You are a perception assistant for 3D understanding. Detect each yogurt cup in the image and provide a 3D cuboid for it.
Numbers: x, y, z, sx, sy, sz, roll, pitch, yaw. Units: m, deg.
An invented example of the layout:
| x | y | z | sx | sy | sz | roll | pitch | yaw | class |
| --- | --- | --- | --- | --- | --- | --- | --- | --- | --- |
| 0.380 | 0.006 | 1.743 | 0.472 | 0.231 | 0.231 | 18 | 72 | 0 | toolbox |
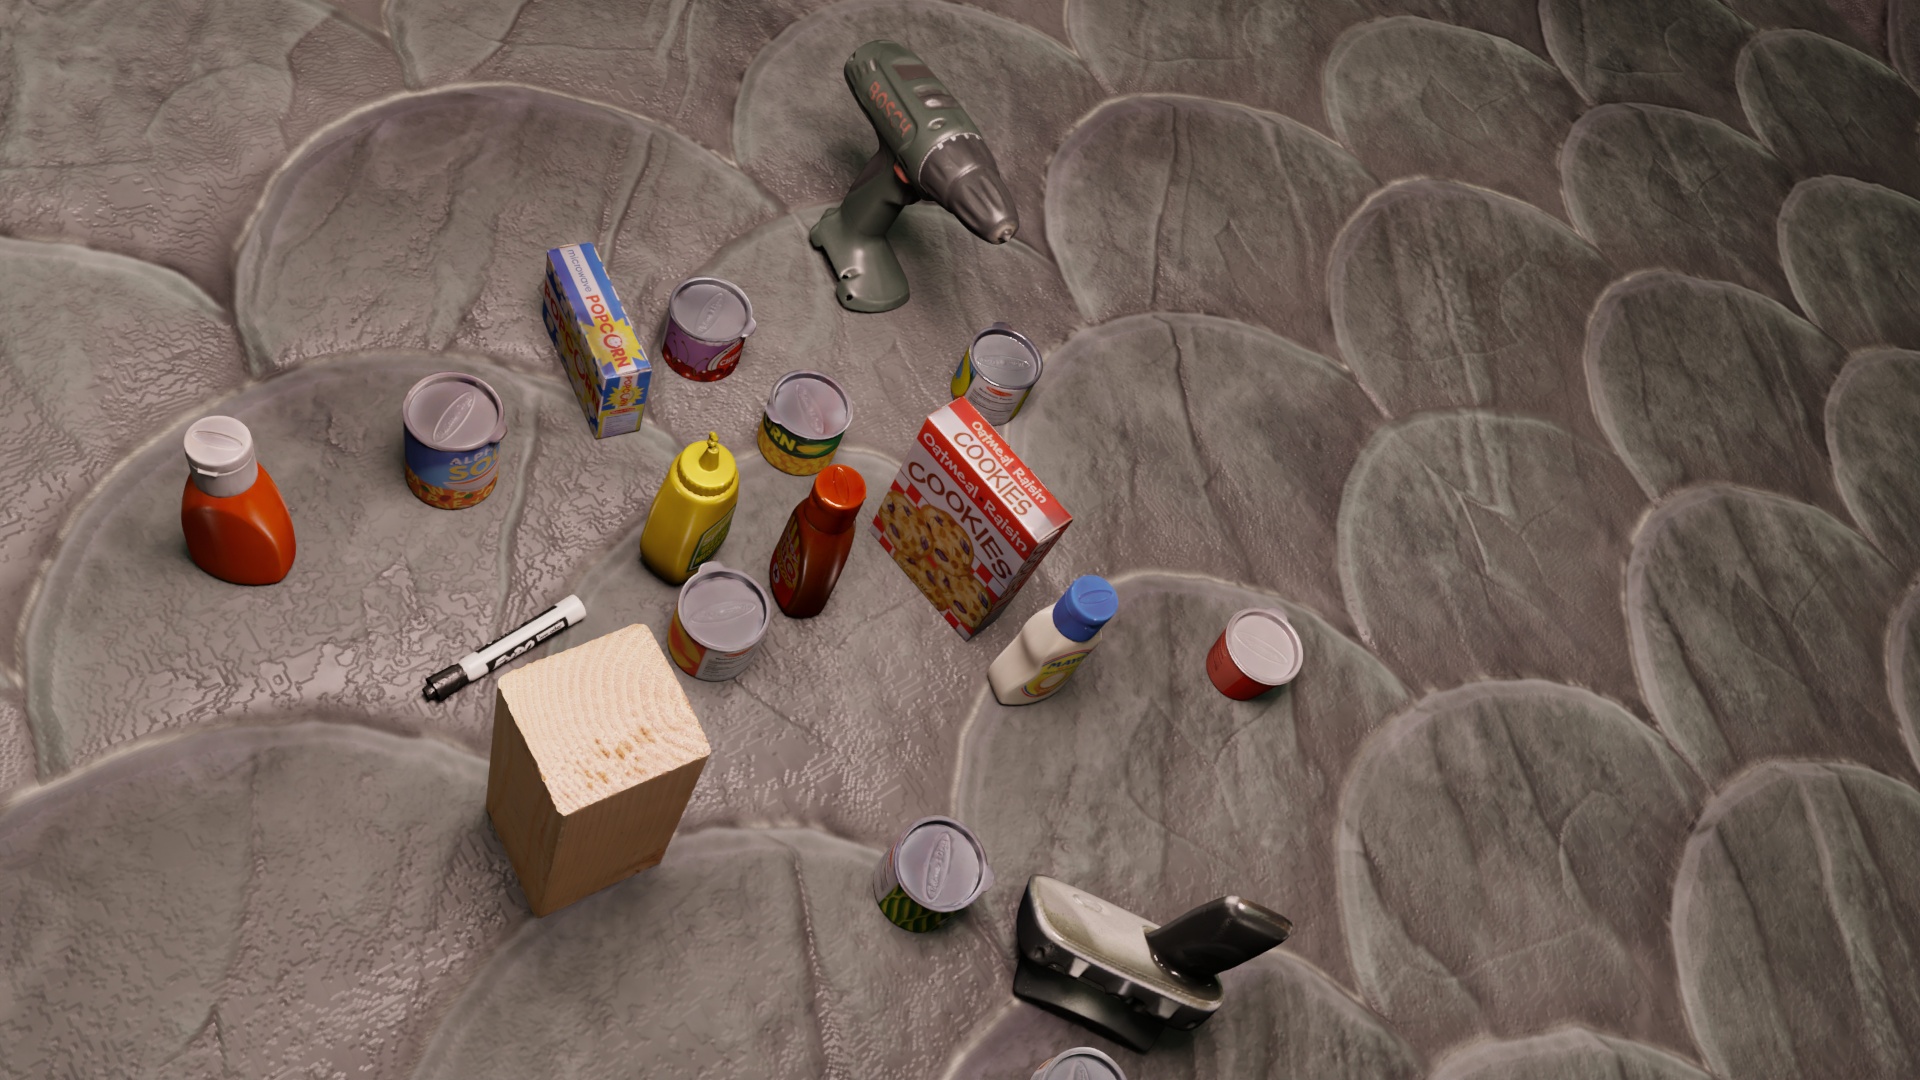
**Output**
| x | y | z | sx | sy | sz | roll | pitch | yaw | class |
| --- | --- | --- | --- | --- | --- | --- | --- | --- | --- |
| 0.237 | 0.096 | 1.136 | 0.072 | 0.053 | 0.073 | 9 | 58 | -15 | yogurt cup |

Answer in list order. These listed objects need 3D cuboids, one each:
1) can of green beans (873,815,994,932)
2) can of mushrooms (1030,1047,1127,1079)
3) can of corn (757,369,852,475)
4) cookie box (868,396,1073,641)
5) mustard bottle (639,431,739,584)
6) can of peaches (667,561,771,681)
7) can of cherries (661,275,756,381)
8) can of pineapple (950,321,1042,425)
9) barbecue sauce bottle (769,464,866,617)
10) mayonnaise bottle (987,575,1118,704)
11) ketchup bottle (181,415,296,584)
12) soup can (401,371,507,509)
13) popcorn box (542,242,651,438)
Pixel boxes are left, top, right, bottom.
| x | y | z | sx | sy | sz | roll | pitch | yaw | class |
| --- | --- | --- | --- | --- | --- | --- | --- | --- | --- |
| -0.022 | 0.230 | 0.957 | 0.071 | 0.057 | 0.071 | 9 | 58 | -15 | can of green beans |
| 0.080 | 0.375 | 0.924 | 0.071 | 0.033 | 0.071 | 9 | 58 | -15 | can of mushrooms |
| -0.127 | -0.093 | 1.109 | 0.071 | 0.058 | 0.071 | 9 | 58 | -15 | can of corn |
| 0.004 | -0.013 | 1.044 | 0.040 | 0.166 | 0.123 | -34 | 77 | -33 | cookie box |
| -0.188 | -0.028 | 0.986 | 0.049 | 0.159 | 0.065 | 38 | 55 | 4 | mustard bottle |
| -0.175 | 0.059 | 1.001 | 0.071 | 0.057 | 0.071 | 9 | 58 | -15 | can of peaches |
| -0.204 | -0.169 | 1.125 | 0.071 | 0.058 | 0.072 | 9 | 58 | -15 | can of cherries |
| 0.031 | -0.143 | 1.198 | 0.071 | 0.057 | 0.071 | 9 | 58 | -15 | can of pineapple |
| -0.103 | -0.002 | 1.009 | 0.044 | 0.147 | 0.065 | -3 | 62 | -22 | barbecue sauce bottle |
| 0.071 | 0.075 | 1.029 | 0.065 | 0.147 | 0.041 | -11 | 66 | -26 | mayonnaise bottle |
| -0.465 | -0.024 | 0.886 | 0.065 | 0.148 | 0.044 | 14 | 57 | -12 | ketchup bottle |
| -0.360 | -0.068 | 0.992 | 0.071 | 0.083 | 0.071 | 9 | 58 | -15 | soup can |
| -0.282 | -0.154 | 1.071 | 0.038 | 0.084 | 0.127 | -17 | 68 | -28 | popcorn box |
